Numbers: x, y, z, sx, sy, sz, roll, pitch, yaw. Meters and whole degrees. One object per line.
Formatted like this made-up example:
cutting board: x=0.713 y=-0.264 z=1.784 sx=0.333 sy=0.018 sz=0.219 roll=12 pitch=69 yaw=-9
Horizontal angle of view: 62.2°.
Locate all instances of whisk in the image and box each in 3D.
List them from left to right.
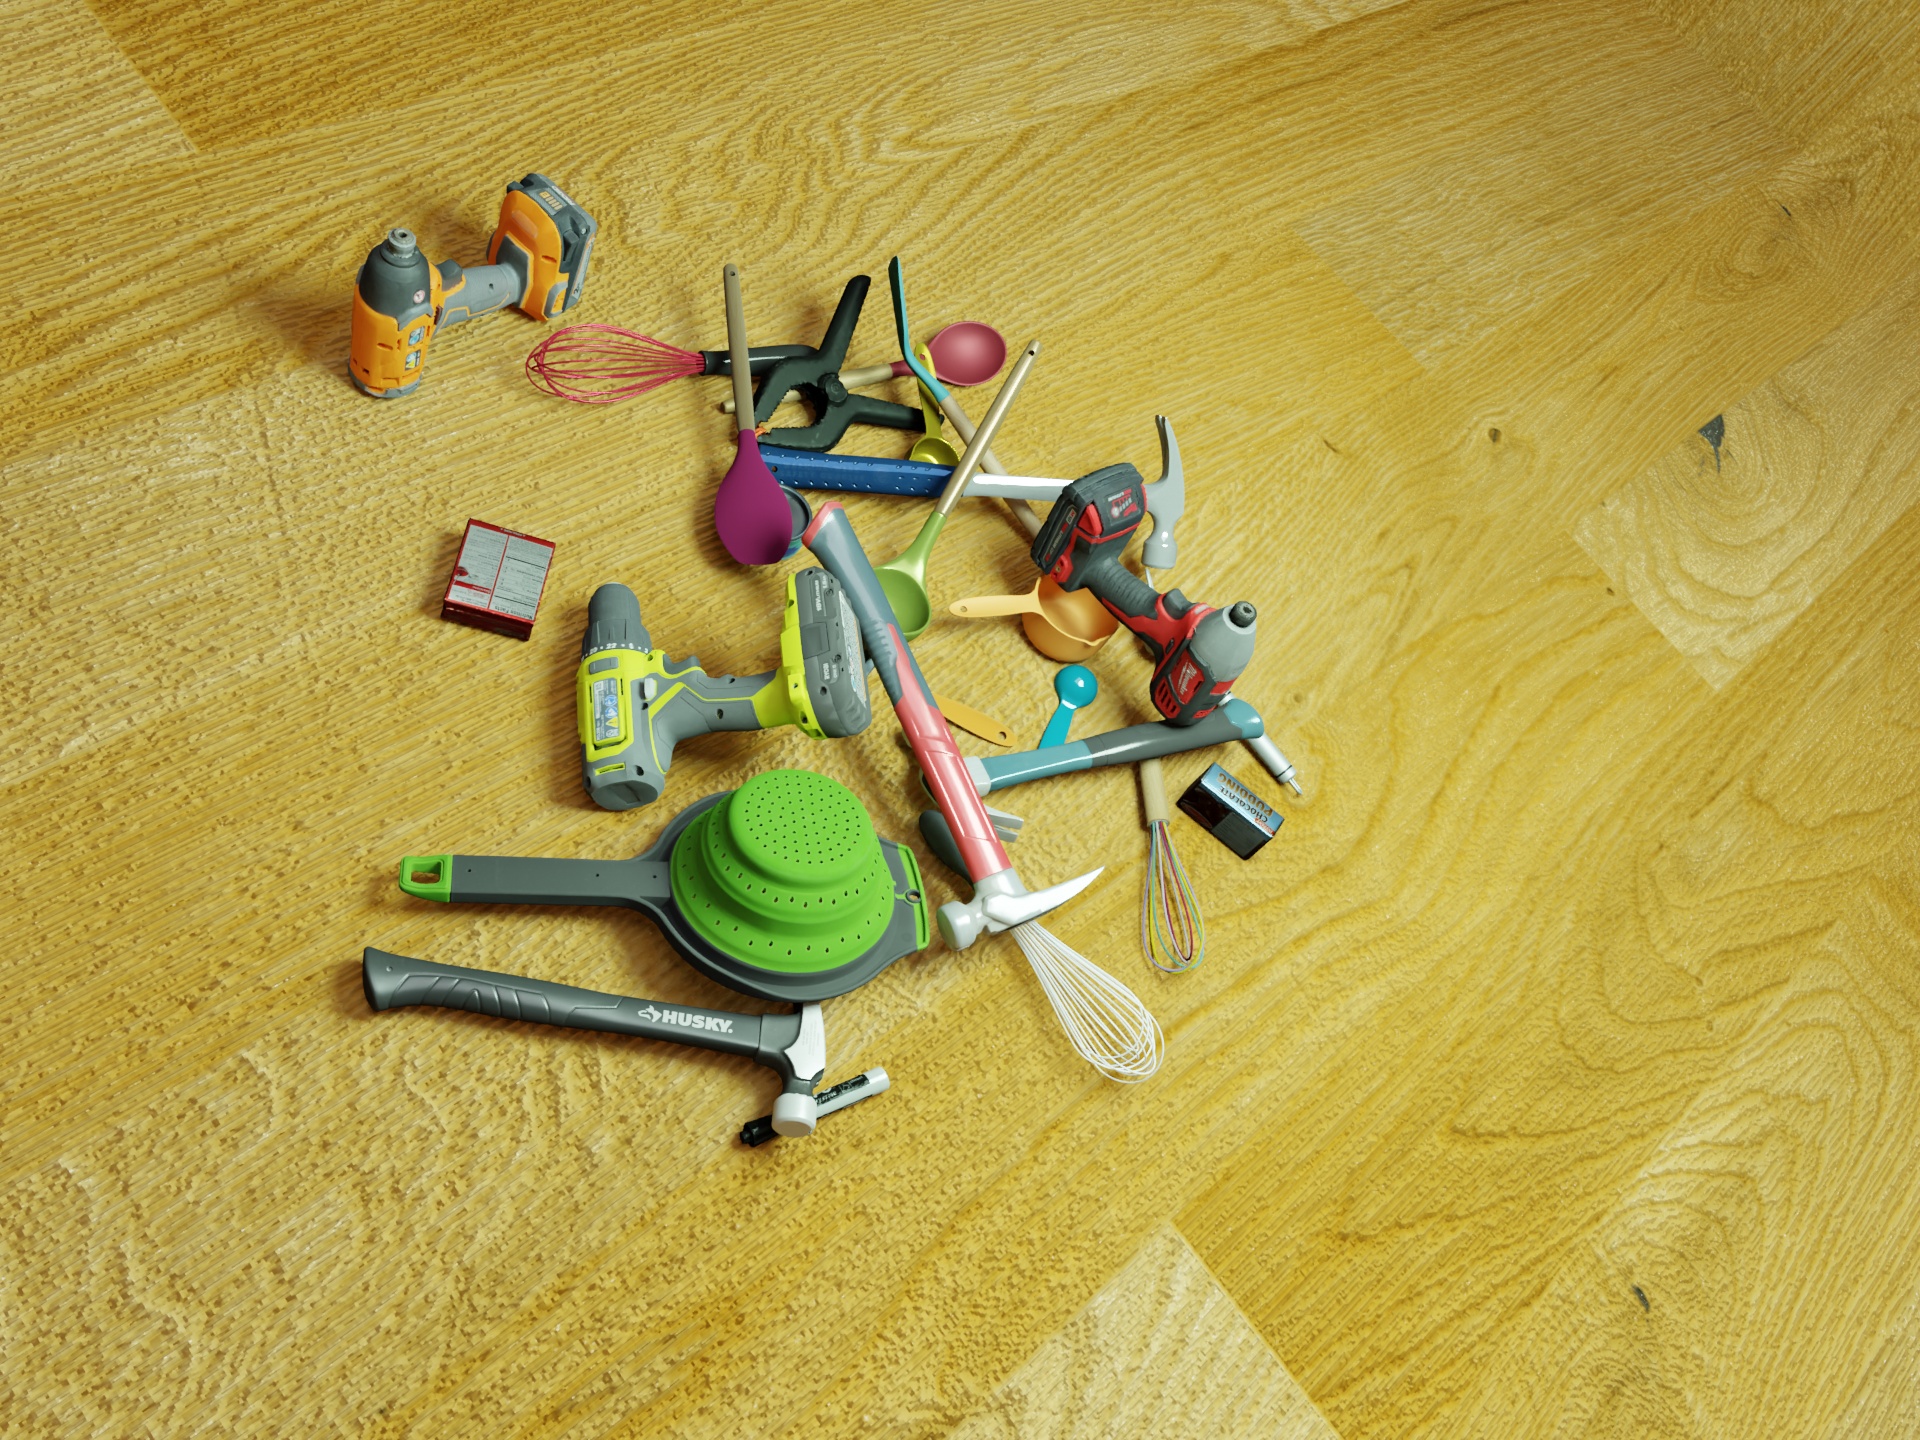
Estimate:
whisk: x=-0.257 y=-0.330 z=1.468 sx=0.295 sy=0.073 sz=0.073 roll=-9 pitch=65 yaw=-33
whisk: x=0.060 y=0.181 z=1.301 sx=0.070 sy=0.070 sz=0.285 roll=-32 pitch=72 yaw=-34
whisk: x=0.181 y=0.109 z=1.399 sx=0.051 sy=0.047 sz=0.245 roll=7 pitch=55 yaw=-18

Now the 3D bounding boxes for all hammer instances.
hammer: x=-0.261 y=0.206 z=1.151 sx=0.334 sy=0.035 sz=0.146 roll=12 pitch=48 yaw=-13
hammer: x=-0.022 y=-0.013 z=1.308 sx=0.143 sy=0.038 sz=0.386 roll=-20 pitch=76 yaw=-22
hammer: x=0.014 y=-0.227 z=1.483 sx=0.405 sy=0.035 sz=0.144 roll=3 pitch=103 yaw=-10
hammer: x=0.121 y=0.026 z=1.403 sx=0.331 sy=0.033 sz=0.128 roll=-11 pitch=56 yaw=-23

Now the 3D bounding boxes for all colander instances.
colander: x=-0.206 y=0.100 z=1.182 sx=0.397 sy=0.094 sz=0.205 roll=4 pitch=44 yaw=-18

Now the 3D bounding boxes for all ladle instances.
ladle: x=-0.091 y=-0.337 z=1.560 sx=0.315 sy=0.031 sz=0.069 roll=-19 pitch=83 yaw=-29
ladle: x=-0.004 y=-0.209 z=1.426 sx=0.078 sy=0.062 sz=0.320 roll=30 pitch=82 yaw=-5

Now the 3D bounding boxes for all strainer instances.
strainer: x=0.240 y=-0.030 z=1.508 sx=0.258 sy=0.050 sz=0.087 roll=51 pitch=12 yaw=5

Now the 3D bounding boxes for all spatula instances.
spatula: x=0.009 y=-0.291 z=1.511 sx=0.044 sy=0.082 sz=0.317 roll=-36 pitch=100 yaw=-4

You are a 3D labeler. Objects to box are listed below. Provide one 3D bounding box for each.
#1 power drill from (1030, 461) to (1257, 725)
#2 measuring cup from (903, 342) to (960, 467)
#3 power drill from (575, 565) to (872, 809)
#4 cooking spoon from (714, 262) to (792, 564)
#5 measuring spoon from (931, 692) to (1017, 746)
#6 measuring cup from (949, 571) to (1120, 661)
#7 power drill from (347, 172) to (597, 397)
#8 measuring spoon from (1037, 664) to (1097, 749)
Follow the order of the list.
power drill: x=0.169 y=-0.114 z=1.399 sx=0.078 sy=0.143 sz=0.220 roll=-26 pitch=70 yaw=-33
measuring cup: x=-0.035 y=-0.288 z=1.532 sx=0.062 sy=0.029 sz=0.157 roll=2 pitch=74 yaw=-32
power drill: x=-0.196 y=-0.043 z=1.261 sx=0.228 sy=0.080 sz=0.191 roll=-13 pitch=62 yaw=8
cooking spoon: x=-0.196 y=-0.281 z=1.436 sx=0.068 sy=0.017 sz=0.319 roll=-1 pitch=66 yaw=-16
measuring spoon: x=-0.002 y=-0.005 z=1.410 sx=0.117 sy=0.011 sz=0.021 roll=26 pitch=69 yaw=-11
measuring cup: x=0.062 y=-0.095 z=1.465 sx=0.173 sy=0.052 sz=0.095 roll=-5 pitch=63 yaw=-23
power drill: x=-0.422 y=-0.385 z=1.366 sx=0.084 sy=0.164 sz=0.226 roll=43 pitch=52 yaw=6
measuring spoon: x=0.095 y=-0.004 z=1.441 sx=0.042 sy=0.021 sz=0.129 roll=28 pitch=53 yaw=-5
